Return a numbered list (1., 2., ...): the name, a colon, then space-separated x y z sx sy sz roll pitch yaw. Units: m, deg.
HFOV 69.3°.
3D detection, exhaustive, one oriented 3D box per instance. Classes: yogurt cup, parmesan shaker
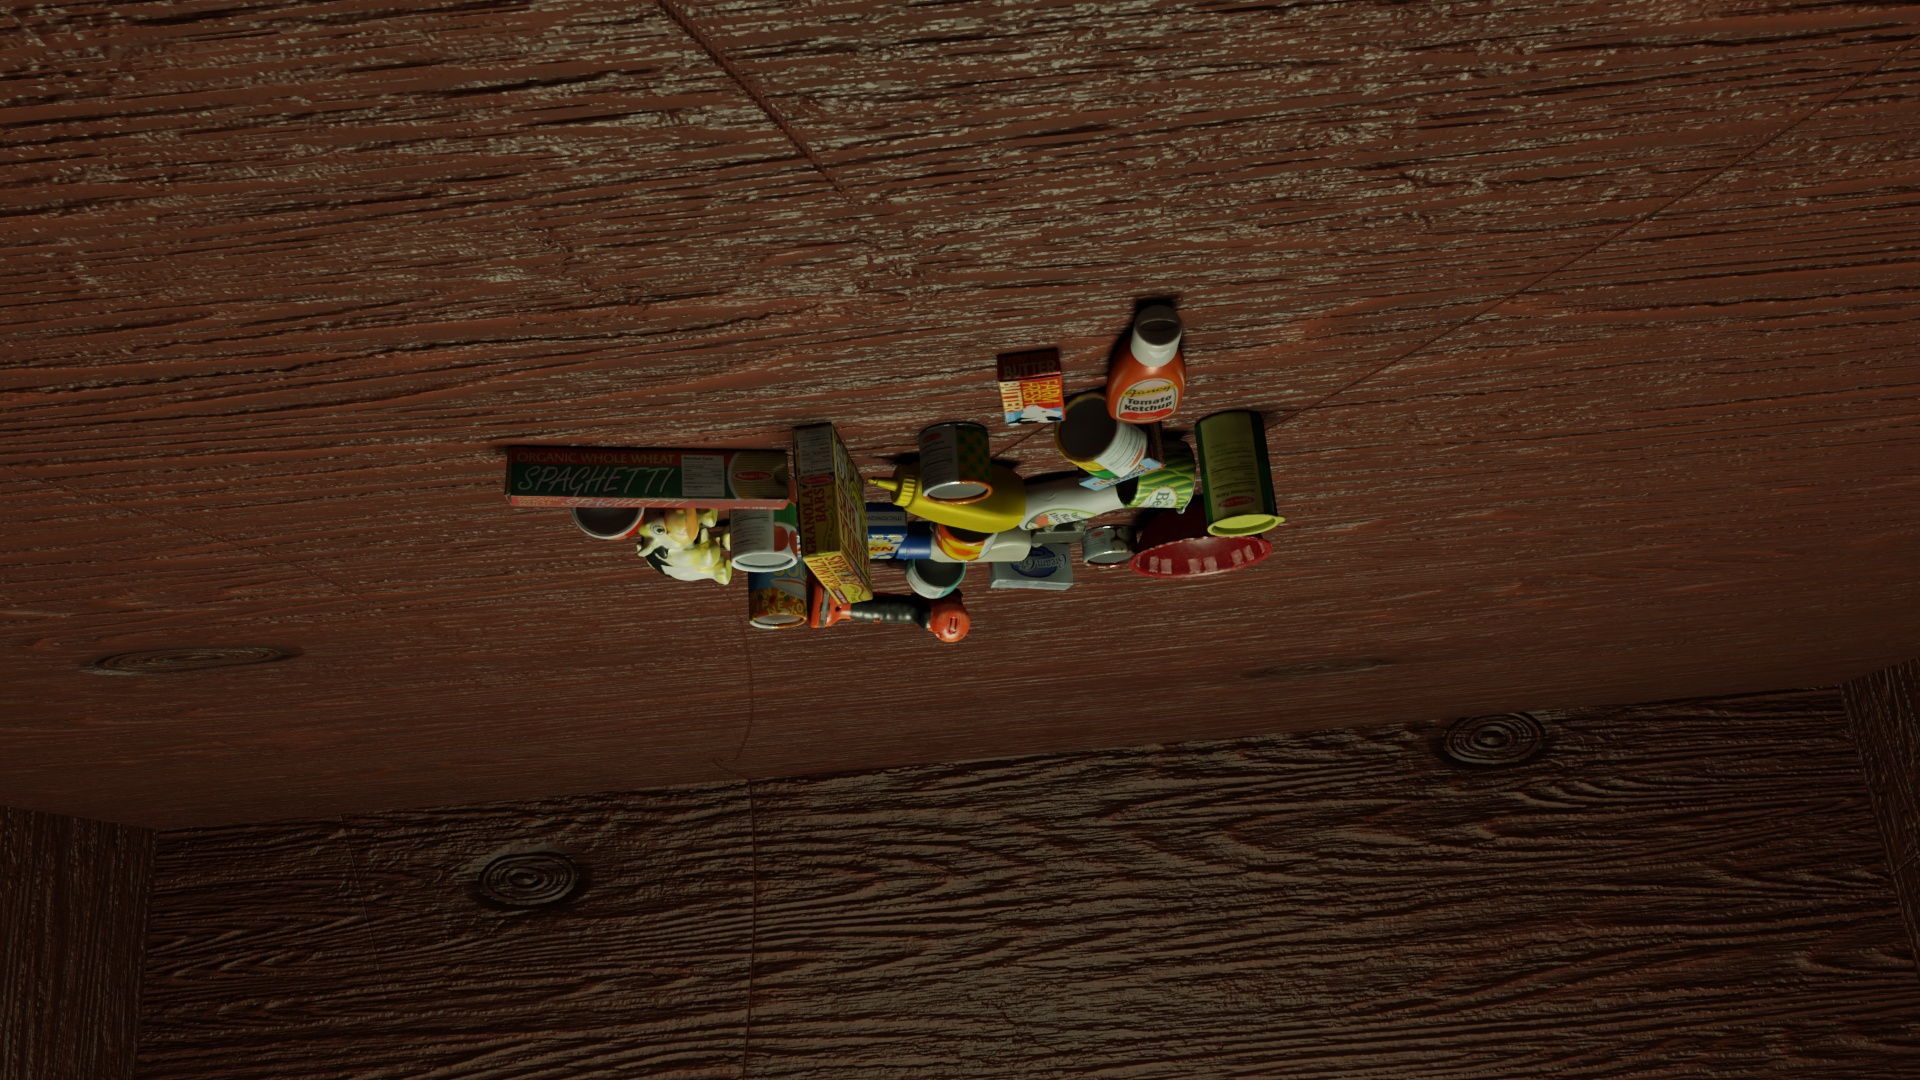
1. yogurt cup: -0.330 -0.031 1.312 0.072 0.072 0.054 -3 170 -6
2. parmesan shaker: 0.261 -0.062 1.300 0.071 0.103 0.071 -4 163 -1

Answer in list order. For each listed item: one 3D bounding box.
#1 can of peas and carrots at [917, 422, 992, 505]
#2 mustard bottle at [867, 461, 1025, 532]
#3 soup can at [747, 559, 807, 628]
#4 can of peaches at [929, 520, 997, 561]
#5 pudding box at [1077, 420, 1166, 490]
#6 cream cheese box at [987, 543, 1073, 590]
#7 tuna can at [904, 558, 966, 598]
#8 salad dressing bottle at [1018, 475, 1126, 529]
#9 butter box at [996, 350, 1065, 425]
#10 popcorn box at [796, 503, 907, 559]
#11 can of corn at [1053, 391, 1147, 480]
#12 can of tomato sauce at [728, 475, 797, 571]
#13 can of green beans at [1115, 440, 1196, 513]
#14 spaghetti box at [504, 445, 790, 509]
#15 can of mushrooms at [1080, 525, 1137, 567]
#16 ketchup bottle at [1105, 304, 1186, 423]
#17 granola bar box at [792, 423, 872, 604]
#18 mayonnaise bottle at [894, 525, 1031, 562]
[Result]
1. can of peas and carrots: -0.003 -0.069 1.282 0.071 0.059 0.070 -4 163 -1
2. mustard bottle: -0.016 -0.048 1.348 0.160 0.065 0.048 9 153 -22
3. soup can: -0.206 0.051 1.574 0.071 0.084 0.071 -5 162 -1
4. can of peaches: 0.005 -0.018 1.439 0.071 0.071 0.058 -2 162 -8
5. pudding box: 0.149 -0.082 1.296 0.083 0.050 0.030 -19 156 39
6. cream cheese box: 0.081 0.029 1.631 0.104 0.053 0.024 3 159 -25
7. tuna can: -0.027 0.028 1.585 0.071 0.071 0.032 0 161 -16
8. salad dressing bottle: 0.130 -0.045 1.422 0.147 0.044 0.064 -10 163 17
9. butter box: 0.060 -0.127 1.171 0.053 0.024 0.103 -5 163 4
10. popcorn box: -0.126 -0.009 1.479 0.127 0.038 0.085 0 163 -15
11. can of corn: 0.122 -0.093 1.231 0.071 0.071 0.058 -14 160 28
12. can of tomato sauce: -0.192 -0.017 1.357 0.071 0.083 0.071 -4 162 -1
13. can of green beans: 0.187 -0.064 1.336 0.058 0.071 0.071 1 162 -16
14. spaghetti box: -0.282 -0.057 1.263 0.250 0.050 0.028 0 161 -15
15. can of mushrooms: 0.176 0.008 1.624 0.071 0.033 0.071 -5 162 -1
16. ketchup bottle: 0.152 -0.141 1.118 0.065 0.043 0.148 -5 162 1
17. granola bar box: -0.118 -0.021 1.296 0.039 0.124 0.165 -7 162 4
18. mayonnaise bottle: 0.001 0.001 1.544 0.148 0.041 0.064 0 161 -11
